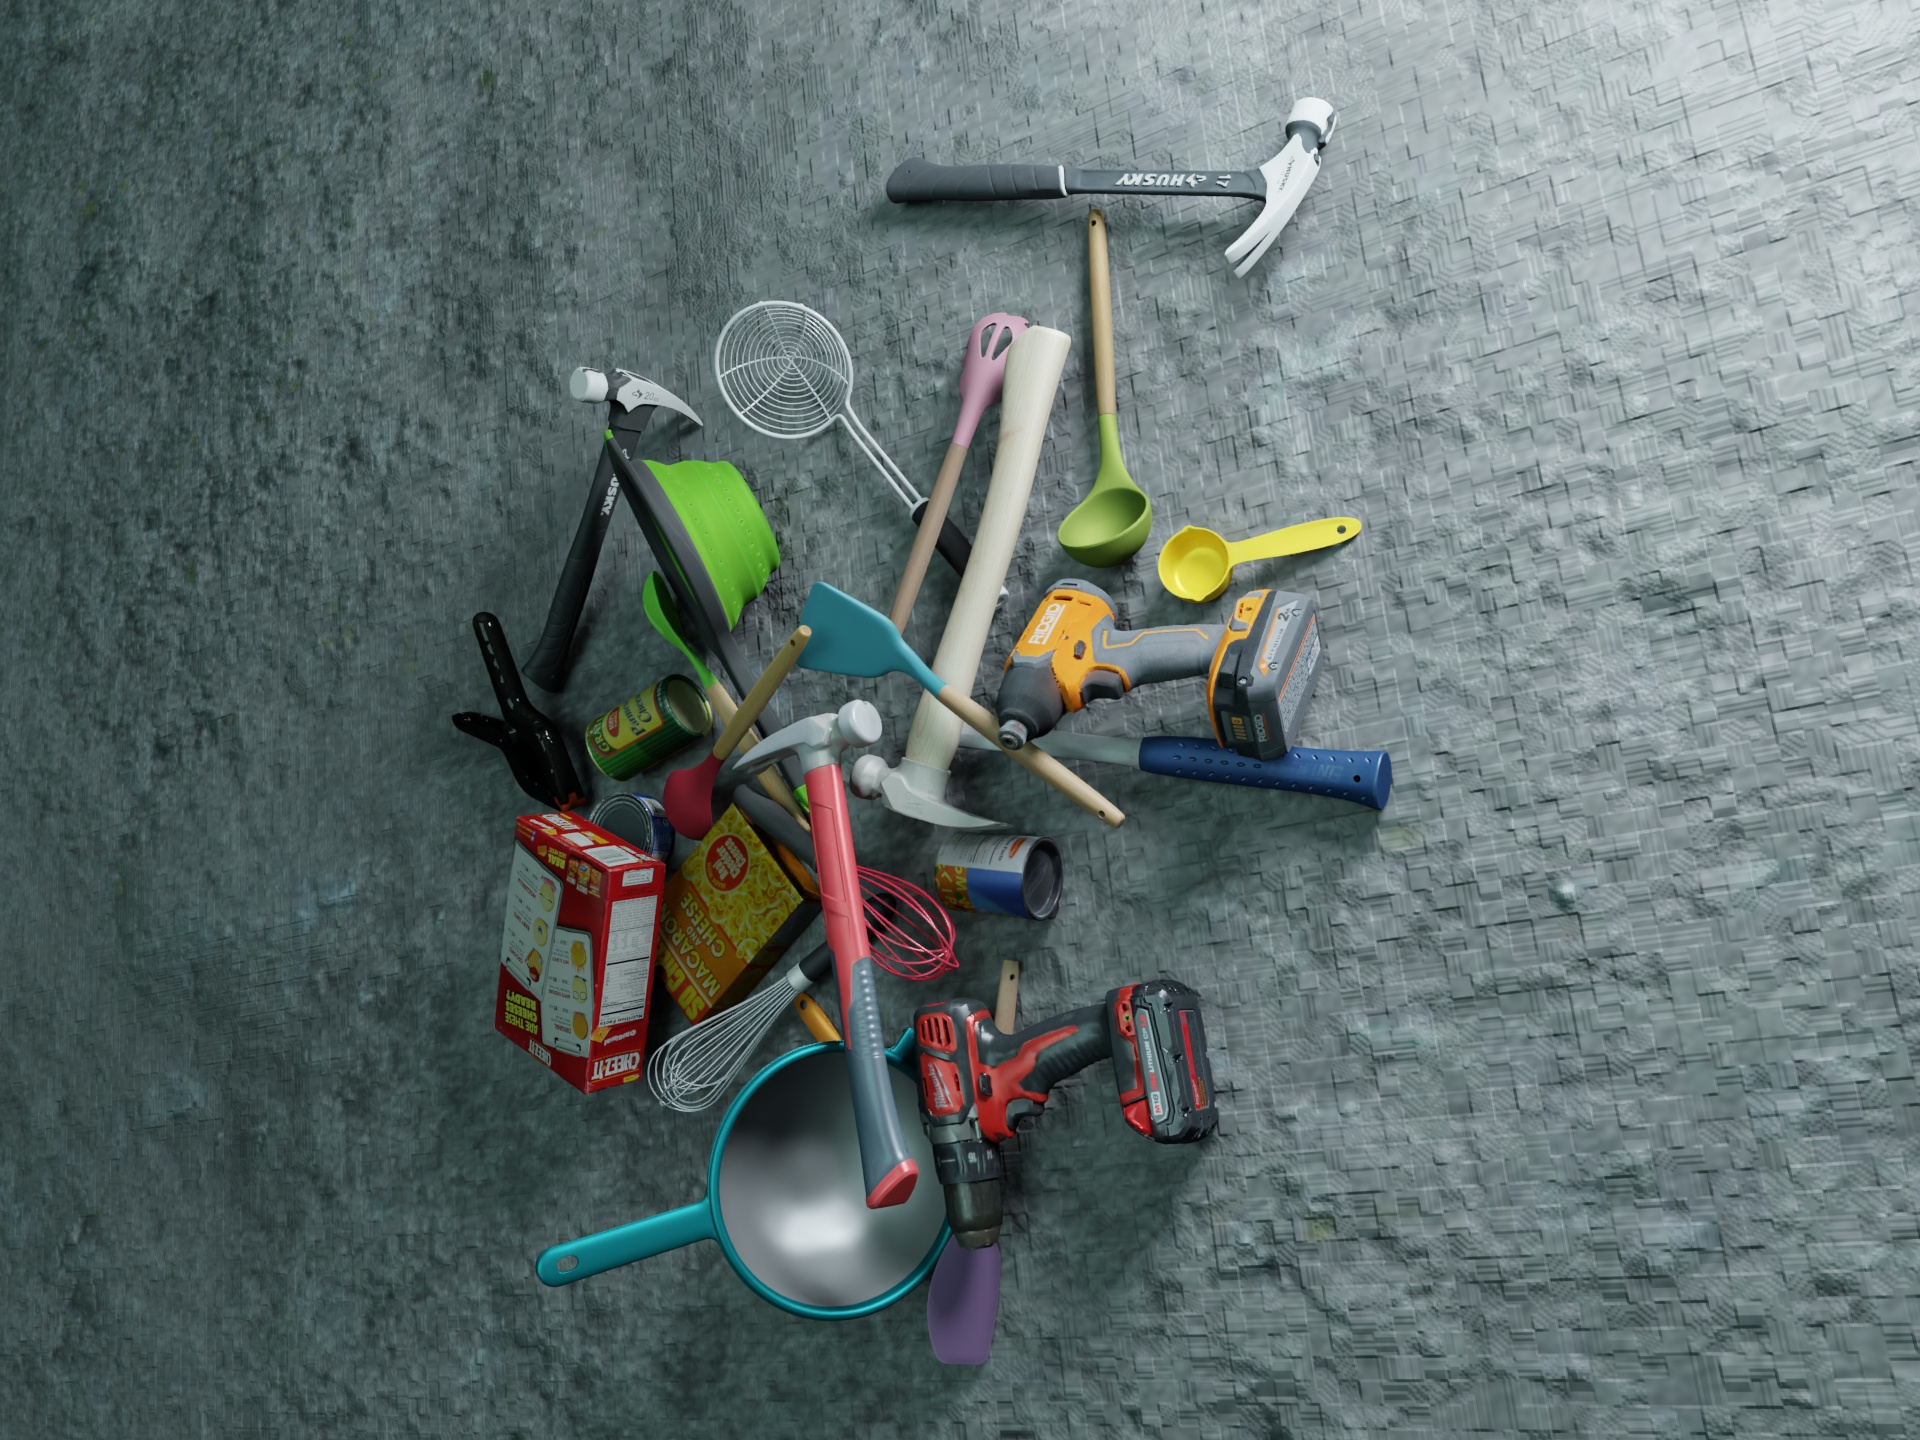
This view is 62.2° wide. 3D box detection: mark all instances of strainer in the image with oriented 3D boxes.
[{"bbox_3d":[-0.166,0.375,1.251,0.095,0.340,0.211,153,104,-67],"label":"strainer"}]

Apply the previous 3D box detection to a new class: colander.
[{"bbox_3d":[-0.187,-0.098,1.431,0.094,0.204,0.397,-28,82,-11],"label":"colander"}]

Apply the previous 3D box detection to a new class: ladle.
[{"bbox_3d":[0.113,-0.276,1.297,0.078,0.062,0.320,-9,75,28],"label":"ladle"},{"bbox_3d":[-0.197,0.015,1.380,0.069,0.031,0.315,52,135,12],"label":"ladle"}]

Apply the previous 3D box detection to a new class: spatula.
[{"bbox_3d":[-0.002,-0.004,1.246,0.318,0.044,0.082,36,124,26],"label":"spatula"},{"bbox_3d":[0.018,0.349,1.265,0.018,0.059,0.316,167,113,-68],"label":"spatula"}]

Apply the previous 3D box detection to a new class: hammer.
[{"bbox_3d":[-0.358,-0.178,1.552,0.035,0.146,0.334,35,112,31],"label":"hammer"},{"bbox_3d":[0.102,-0.446,1.331,0.409,0.036,0.149,14,74,36],"label":"hammer"},{"bbox_3d":[0.027,-0.116,1.292,0.146,0.038,0.410,16,91,31],"label":"hammer"},{"bbox_3d":[0.134,0.019,1.247,0.406,0.035,0.144,6,85,32],"label":"hammer"},{"bbox_3d":[-0.099,0.186,1.250,0.143,0.038,0.387,-23,67,33],"label":"hammer"}]

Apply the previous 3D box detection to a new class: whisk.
[{"bbox_3d":[-0.160,0.244,1.378,0.284,0.070,0.070,-41,63,11],"label":"whisk"},{"bbox_3d":[-0.103,0.129,1.338,0.296,0.073,0.073,34,101,38],"label":"whisk"}]

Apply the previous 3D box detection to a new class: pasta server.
[{"bbox_3d":[-0.009,-0.203,1.340,0.060,0.040,0.316,18,85,12],"label":"pasta server"}]

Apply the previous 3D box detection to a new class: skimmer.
[{"bbox_3d":[-0.088,-0.226,1.391,0.364,0.090,0.127,52,121,26],"label":"skimmer"}]

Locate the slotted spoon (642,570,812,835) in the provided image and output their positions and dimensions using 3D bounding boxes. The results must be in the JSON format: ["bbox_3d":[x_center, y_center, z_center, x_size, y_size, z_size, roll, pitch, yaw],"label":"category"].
[{"bbox_3d":[-0.216,-0.011,1.464,0.031,0.070,0.314,-34,70,-3],"label":"slotted spoon"}]

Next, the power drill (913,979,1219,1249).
[{"bbox_3d":[0.073,0.293,1.199,0.227,0.080,0.188,-14,75,23],"label":"power drill"}]

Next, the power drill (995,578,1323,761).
[{"bbox_3d":[0.138,-0.031,1.183,0.226,0.084,0.164,5,45,29],"label":"power drill"}]

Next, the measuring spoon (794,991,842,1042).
[{"bbox_3d":[-0.113,0.278,1.373,0.021,0.011,0.117,-50,60,16],"label":"measuring spoon"}]

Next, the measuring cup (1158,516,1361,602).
[{"bbox_3d":[0.231,-0.129,1.223,0.156,0.029,0.062,-12,75,18],"label":"measuring cup"}]
